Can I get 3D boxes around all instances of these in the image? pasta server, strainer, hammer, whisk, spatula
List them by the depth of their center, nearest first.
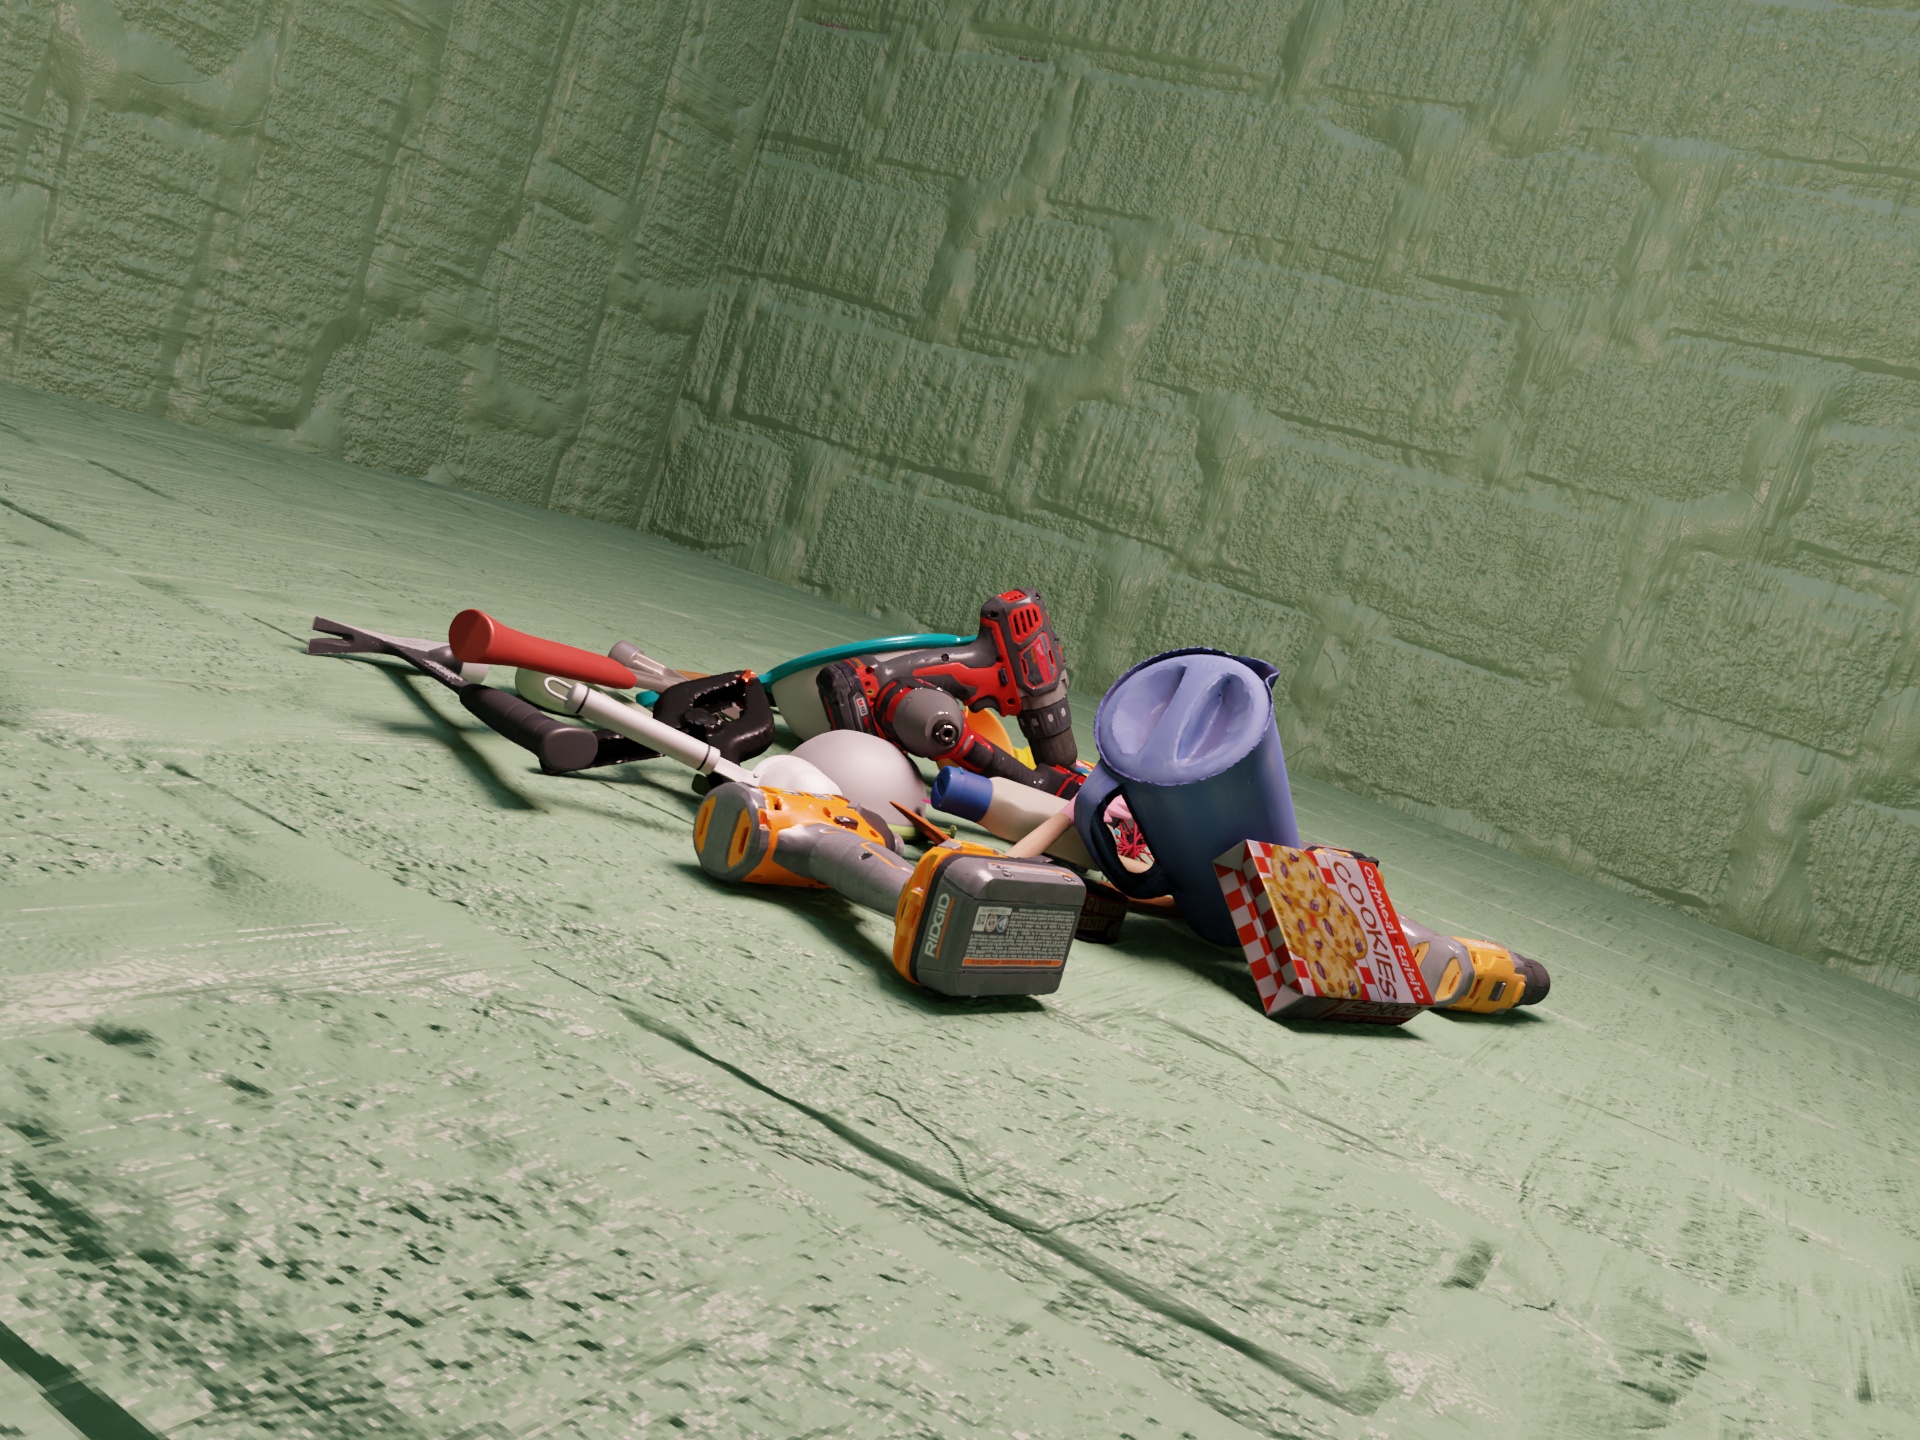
[{"bbox_3d":[-0.164,0.030,1.080,0.258,0.050,0.087,27,47,-21],"label":"strainer"},{"bbox_3d":[-0.362,-0.023,1.165,0.149,0.036,0.409,11,5,-36],"label":"hammer"},{"bbox_3d":[0.071,0.084,1.183,0.040,0.060,0.316,-9,13,32],"label":"pasta server"},{"bbox_3d":[-0.284,-0.037,1.255,0.149,0.037,0.359,30,2,14],"label":"hammer"},{"bbox_3d":[0.086,0.123,1.277,0.322,0.041,0.081,15,6,-32],"label":"spatula"},{"bbox_3d":[-0.117,0.040,1.287,0.152,0.069,0.256,23,6,34],"label":"strainer"},{"bbox_3d":[0.166,0.114,1.510,0.073,0.073,0.296,19,1,5],"label":"whisk"},{"bbox_3d":[-0.144,-0.007,1.556,0.340,0.095,0.211,-9,-8,-25],"label":"strainer"}]

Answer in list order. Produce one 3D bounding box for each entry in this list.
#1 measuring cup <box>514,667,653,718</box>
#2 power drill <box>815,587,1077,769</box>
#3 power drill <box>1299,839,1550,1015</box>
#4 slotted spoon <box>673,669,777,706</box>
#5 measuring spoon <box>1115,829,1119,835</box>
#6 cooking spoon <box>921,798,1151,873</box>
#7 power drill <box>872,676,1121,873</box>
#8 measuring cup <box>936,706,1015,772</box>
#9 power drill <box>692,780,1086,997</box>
[{"bbox_3d":[-0.311,-0.012,1.354,0.168,0.038,0.083,27,8,26],"label":"measuring cup"},{"bbox_3d":[-0.002,-0.005,1.482,0.226,0.187,0.080,-20,16,-12],"label":"power drill"},{"bbox_3d":[0.405,0.192,1.425,0.185,0.084,0.226,13,13,-42],"label":"power drill"},{"bbox_3d":[-0.244,-0.036,1.627,0.070,0.031,0.313,0,-2,15],"label":"slotted spoon"},{"bbox_3d":[0.139,0.109,1.619,0.042,0.021,0.128,21,8,23],"label":"measuring spoon"},{"bbox_3d":[0.113,0.115,1.334,0.318,0.017,0.069,20,-1,-19],"label":"cooking spoon"},{"bbox_3d":[0.031,0.040,1.381,0.219,0.078,0.143,33,-2,-20],"label":"power drill"},{"bbox_3d":[-0.003,0.050,1.583,0.052,0.095,0.174,-25,12,30],"label":"measuring cup"},{"bbox_3d":[-0.037,0.098,0.989,0.227,0.084,0.164,19,5,39],"label":"power drill"}]
